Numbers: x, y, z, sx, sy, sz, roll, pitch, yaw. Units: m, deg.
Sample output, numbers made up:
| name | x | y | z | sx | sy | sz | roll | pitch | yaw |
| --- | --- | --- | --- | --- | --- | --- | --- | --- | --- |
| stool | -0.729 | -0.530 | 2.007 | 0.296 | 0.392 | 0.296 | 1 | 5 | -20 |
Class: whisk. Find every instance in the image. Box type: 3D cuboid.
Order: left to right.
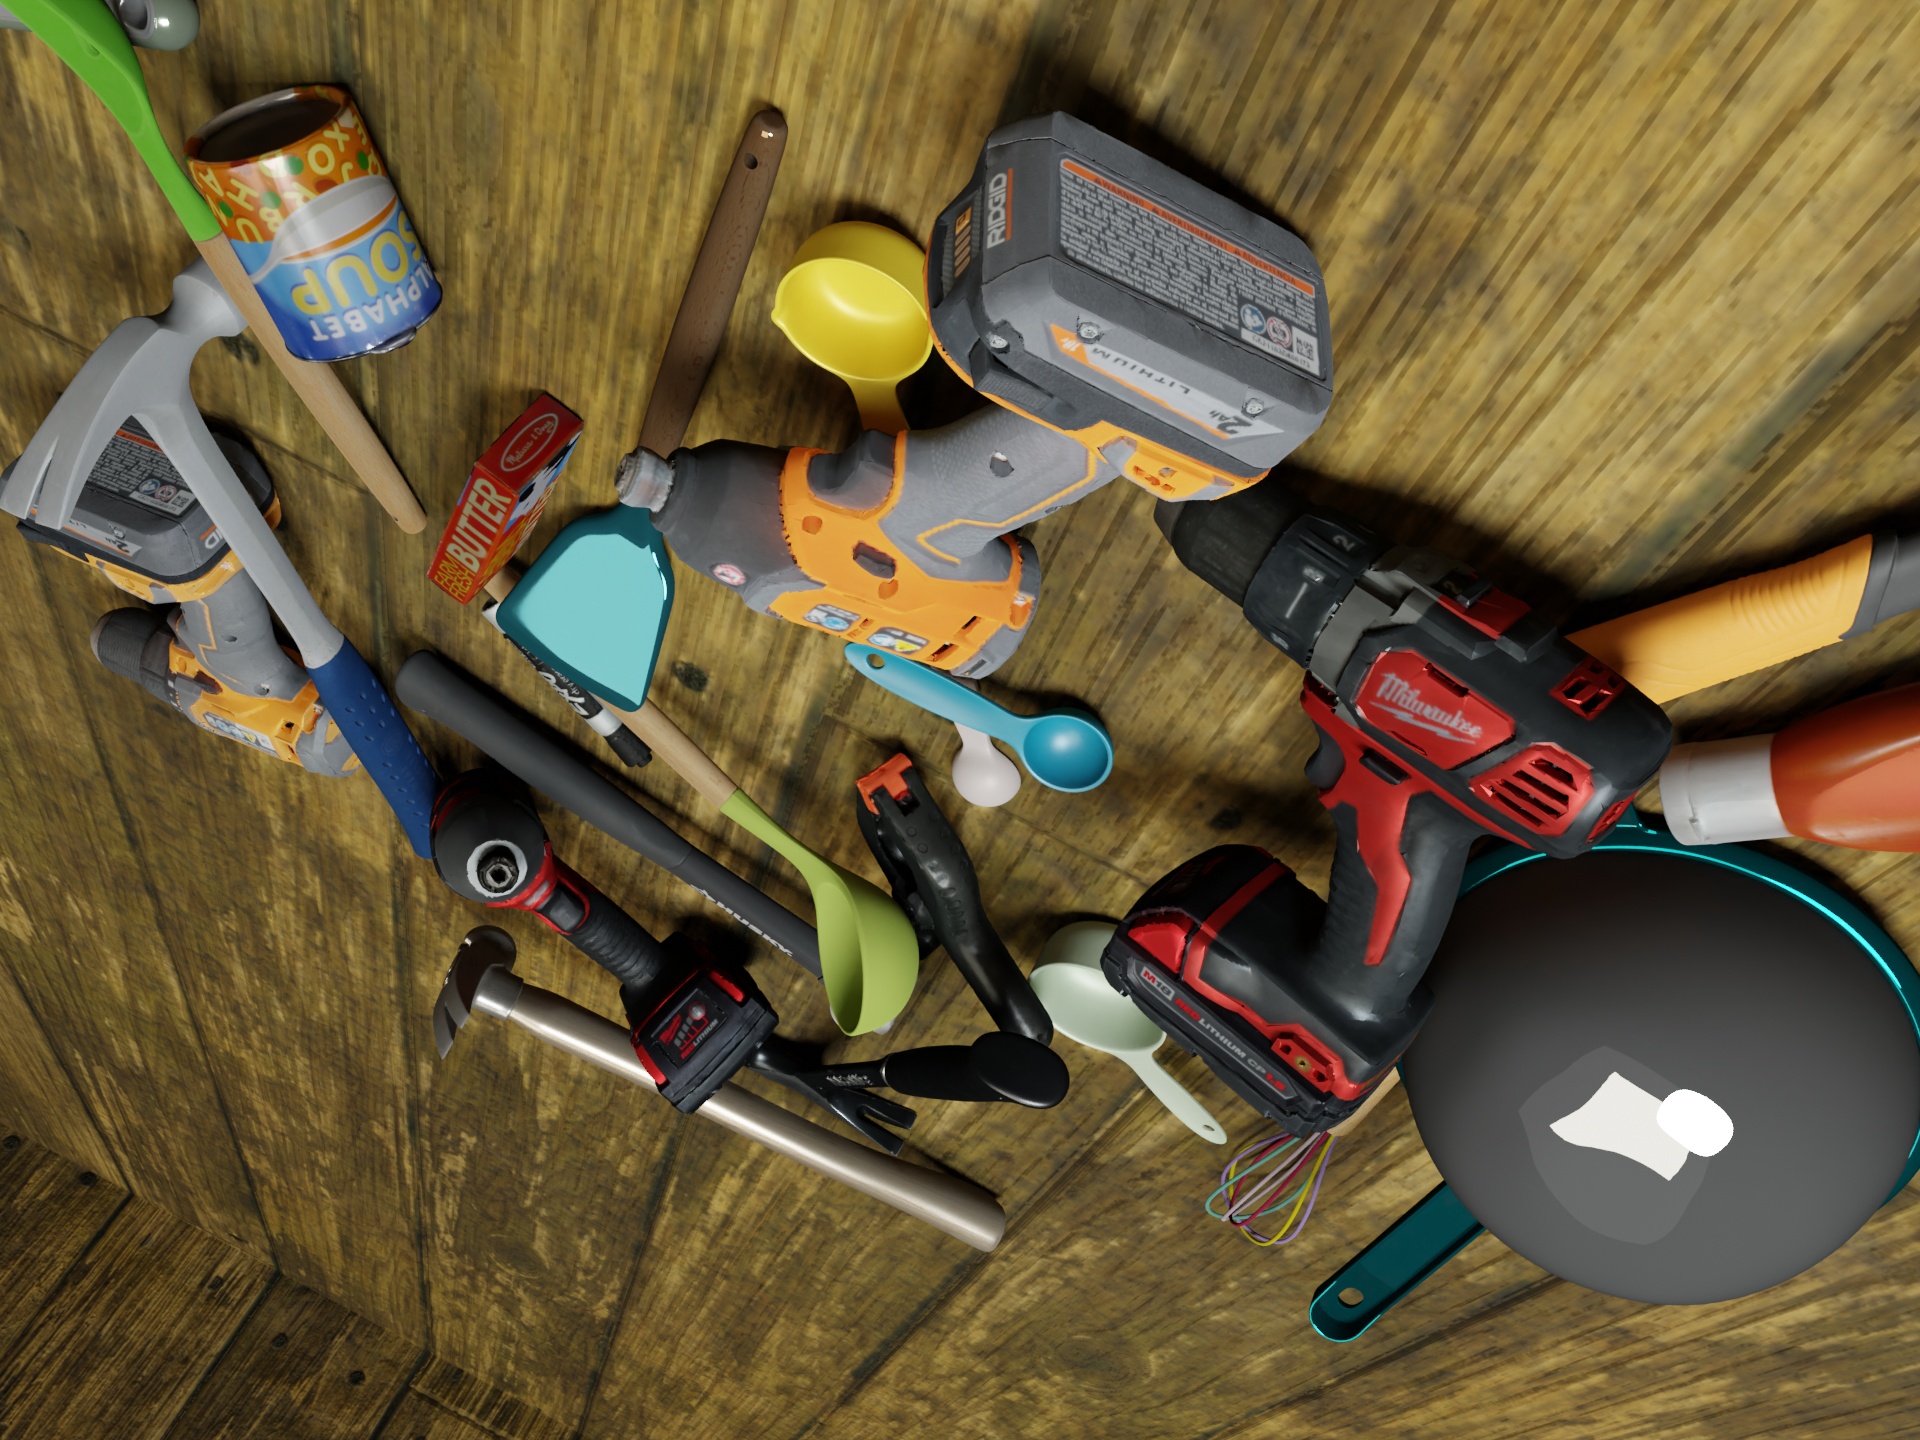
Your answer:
| name | x | y | z | sx | sy | sz | roll | pitch | yaw |
| --- | --- | --- | --- | --- | --- | --- | --- | --- | --- |
| whisk | -0.404 | -0.289 | 0.623 | 0.246 | 0.059 | 0.057 | 13 | 113 | 14 |
| whisk | 0.187 | 0.217 | 0.847 | 0.051 | 0.047 | 0.244 | 16 | 139 | -3 |

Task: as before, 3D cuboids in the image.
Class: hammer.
| name | x | y | z | sx | sy | sz | roll | pitch | yaw |
| --- | --- | --- | --- | --- | --- | --- | --- | --- | --- |
| hammer | -0.339 | -0.039 | 0.825 | 0.035 | 0.144 | 0.405 | 20 | 149 | 17 |
| hammer | -0.166 | 0.067 | 0.880 | 0.334 | 0.035 | 0.146 | 36 | 159 | -4 |
| hammer | -0.147 | 0.258 | 1.040 | 0.410 | 0.038 | 0.146 | 29 | -174 | -14 |
| hammer | -0.036 | 0.203 | 0.896 | 0.149 | 0.036 | 0.409 | 33 | 158 | -11 |
| hammer | 0.257 | -0.039 | 0.501 | 0.127 | 0.034 | 0.337 | 42 | 141 | -18 |

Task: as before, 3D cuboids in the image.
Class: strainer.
| name | x | y | z | sx | sy | sz | roll | pitch | yaw |
| --- | --- | --- | --- | --- | --- | --- | --- | --- | --- |
| strainer | 0.235 | 0.195 | 0.655 | 0.211 | 0.095 | 0.340 | 37 | 127 | 7 |

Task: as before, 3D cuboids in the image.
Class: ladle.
| name | x | y | z | sx | sy | sz | roll | pitch | yaw |
| --- | --- | --- | --- | --- | --- | --- | --- | --- | --- |
| ladle | -0.141 | 0.028 | 0.781 | 0.320 | 0.062 | 0.078 | 44 | 154 | -1 |

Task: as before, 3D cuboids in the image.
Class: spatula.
| name | x | y | z | sx | sy | sz | roll | pitch | yaw |
| --- | --- | --- | --- | --- | --- | --- | --- | --- | --- |
| spatula | -0.124 | -0.115 | 0.648 | 0.082 | 0.044 | 0.317 | 34 | 142 | -2 |

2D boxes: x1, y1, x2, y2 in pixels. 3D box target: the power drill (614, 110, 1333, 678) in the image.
| name | x | y | z | sx | sy | sz | roll | pitch | yaw |
| --- | --- | --- | --- | --- | --- | --- | --- | --- | --- |
| power drill | -0.007 | -0.094 | 0.532 | 0.164 | 0.084 | 0.226 | 17 | 151 | -27 |

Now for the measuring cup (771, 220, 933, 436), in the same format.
| name | x | y | z | sx | sy | sz | roll | pitch | yaw |
| --- | --- | --- | --- | --- | --- | --- | --- | --- | --- |
| measuring cup | -0.025 | -0.123 | 0.598 | 0.062 | 0.029 | 0.156 | 8 | 151 | 16 |

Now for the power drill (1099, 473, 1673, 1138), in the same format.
| name | x | y | z | sx | sy | sz | roll | pitch | yaw |
| --- | --- | --- | --- | --- | --- | --- | --- | --- | --- |
| power drill | 0.126 | 0.027 | 0.588 | 0.188 | 0.080 | 0.226 | 39 | 136 | 22 |

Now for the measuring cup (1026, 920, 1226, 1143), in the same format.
| name | x | y | z | sx | sy | sz | roll | pitch | yaw |
| --- | --- | --- | --- | --- | --- | --- | --- | --- | --- |
| measuring cup | 0.101 | 0.165 | 0.842 | 0.083 | 0.038 | 0.167 | -12 | 130 | 41 |

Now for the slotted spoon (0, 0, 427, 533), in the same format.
| name | x | y | z | sx | sy | sz | roll | pitch | yaw |
| --- | --- | --- | --- | --- | --- | --- | --- | --- | --- |
| slotted spoon | -0.300 | -0.185 | 0.663 | 0.070 | 0.031 | 0.313 | 30 | 157 | 29 |

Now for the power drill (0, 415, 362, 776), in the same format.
| name | x | y | z | sx | sy | sz | roll | pitch | yaw |
| --- | --- | --- | --- | --- | --- | --- | --- | --- | --- |
| power drill | -0.432 | -0.070 | 0.875 | 0.185 | 0.084 | 0.226 | 20 | 147 | 14 |

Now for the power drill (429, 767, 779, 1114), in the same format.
| name | x | y | z | sx | sy | sz | roll | pitch | yaw |
| --- | --- | --- | --- | --- | --- | --- | --- | --- | --- |
| power drill | -0.213 | 0.121 | 0.920 | 0.219 | 0.078 | 0.143 | 47 | 172 | -21 |

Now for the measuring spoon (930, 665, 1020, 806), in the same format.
| name | x | y | z | sx | sy | sz | roll | pitch | yaw |
| --- | --- | --- | --- | --- | --- | --- | --- | --- | --- |
| measuring spoon | -0.001 | -0.002 | 0.723 | 0.034 | 0.018 | 0.124 | 7 | 137 | 27 |

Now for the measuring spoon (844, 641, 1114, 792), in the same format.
| name | x | y | z | sx | sy | sz | roll | pitch | yaw |
| --- | --- | --- | --- | --- | --- | --- | --- | --- | --- |
| measuring spoon | 0.010 | -0.009 | 0.703 | 0.128 | 0.021 | 0.042 | 26 | 129 | 2 |
